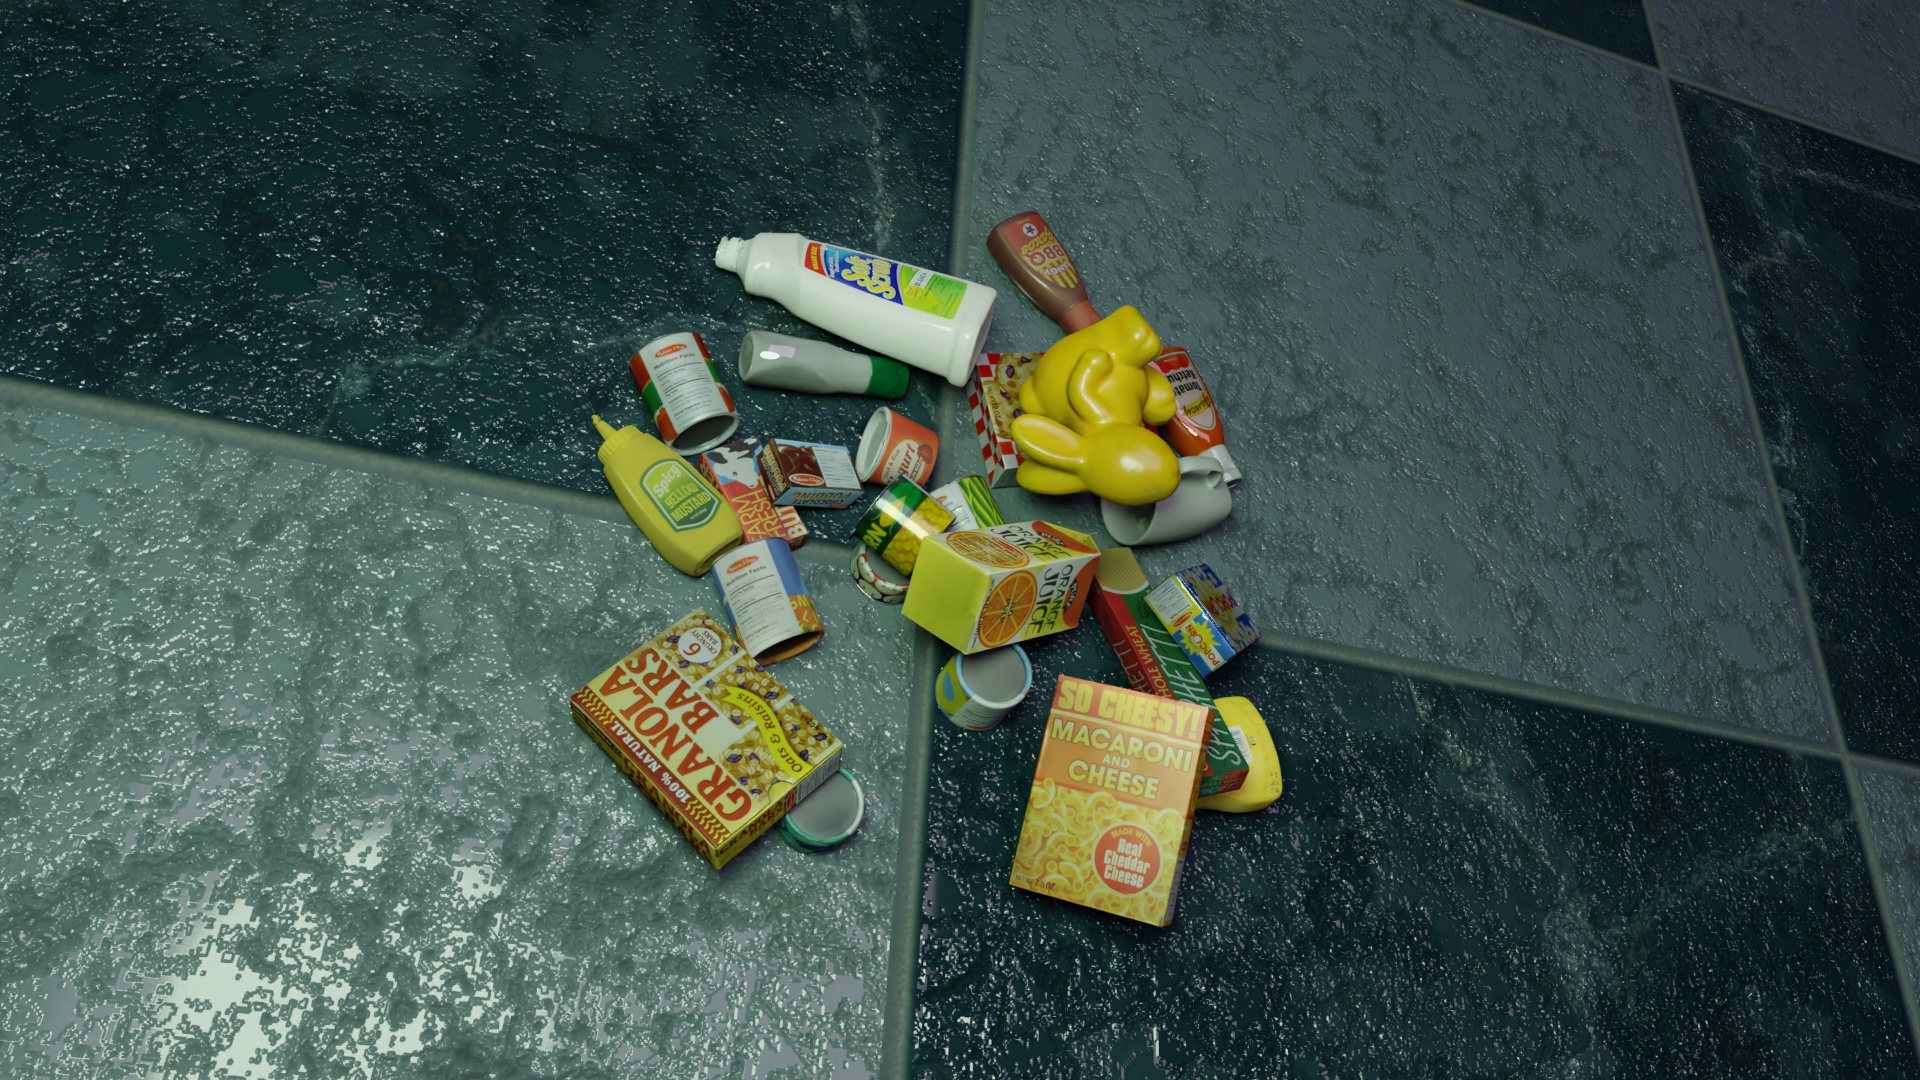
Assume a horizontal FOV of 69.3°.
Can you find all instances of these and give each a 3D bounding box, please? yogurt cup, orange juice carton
[{"bbox_3d":[-0.054,-0.076,1.205,0.054,0.072,0.073,18,59,-20],"label":"yogurt cup"},{"bbox_3d":[0.048,0.033,1.145,0.073,0.071,0.193,30,24,34],"label":"orange juice carton"}]

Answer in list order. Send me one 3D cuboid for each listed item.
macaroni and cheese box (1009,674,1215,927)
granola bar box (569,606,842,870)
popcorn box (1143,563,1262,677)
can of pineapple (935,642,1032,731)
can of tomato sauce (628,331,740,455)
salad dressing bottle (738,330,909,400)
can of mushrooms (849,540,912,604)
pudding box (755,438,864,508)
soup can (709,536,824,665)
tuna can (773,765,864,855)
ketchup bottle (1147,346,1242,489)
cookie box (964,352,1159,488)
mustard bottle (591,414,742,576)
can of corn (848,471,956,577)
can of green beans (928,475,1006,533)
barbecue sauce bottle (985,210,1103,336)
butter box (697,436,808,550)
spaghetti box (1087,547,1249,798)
[{"bbox_3d":[0.118,0.199,1.073,0.124,0.040,0.166,11,81,20],"label":"macaroni and cheese box"},{"bbox_3d":[-0.188,0.142,1.031,0.166,0.038,0.125,40,56,20],"label":"granola bar box"},{"bbox_3d":[0.212,0.067,1.204,0.085,0.038,0.127,53,19,11],"label":"popcorn box"},{"bbox_3d":[0.019,0.114,1.135,0.071,0.057,0.071,9,61,-16],"label":"can of pineapple"},{"bbox_3d":[-0.230,-0.121,1.162,0.071,0.071,0.083,-20,73,-28],"label":"can of tomato sauce"},{"bbox_3d":[-0.119,-0.152,1.224,0.148,0.064,0.044,6,74,-27],"label":"salad dressing bottle"},{"bbox_3d":[-0.055,0.019,1.172,0.071,0.033,0.071,9,60,-16],"label":"can of mushrooms"},{"bbox_3d":[-0.126,-0.056,1.168,0.084,0.030,0.050,3,57,-46],"label":"pudding box"},{"bbox_3d":[-0.152,0.049,1.101,0.071,0.071,0.084,-16,73,-27],"label":"soup can"},{"bbox_3d":[-0.110,0.202,1.054,0.071,0.032,0.071,9,61,-17],"label":"tuna can"},{"bbox_3d":[0.221,-0.114,1.341,0.065,0.043,0.149,-17,71,-27],"label":"ketchup bottle"},{"bbox_3d":[0.097,-0.116,1.296,0.168,0.040,0.123,-4,65,-23],"label":"cookie box"},{"bbox_3d":[-0.247,-0.045,1.123,0.160,0.048,0.065,46,56,6],"label":"mustard bottle"},{"bbox_3d":[-0.047,-0.010,1.131,0.058,0.071,0.071,39,57,2],"label":"can of corn"},{"bbox_3d":[0.003,-0.015,1.192,0.071,0.071,0.058,-17,72,-27],"label":"can of green beans"},{"bbox_3d":[0.090,-0.253,1.364,0.065,0.043,0.149,-27,76,-31],"label":"barbecue sauce bottle"},{"bbox_3d":[-0.173,-0.034,1.160,0.053,0.024,0.103,-21,73,-30],"label":"butter box"},{"bbox_3d":[0.165,0.104,1.169,0.050,0.028,0.251,-5,47,-22],"label":"spaghetti box"}]
